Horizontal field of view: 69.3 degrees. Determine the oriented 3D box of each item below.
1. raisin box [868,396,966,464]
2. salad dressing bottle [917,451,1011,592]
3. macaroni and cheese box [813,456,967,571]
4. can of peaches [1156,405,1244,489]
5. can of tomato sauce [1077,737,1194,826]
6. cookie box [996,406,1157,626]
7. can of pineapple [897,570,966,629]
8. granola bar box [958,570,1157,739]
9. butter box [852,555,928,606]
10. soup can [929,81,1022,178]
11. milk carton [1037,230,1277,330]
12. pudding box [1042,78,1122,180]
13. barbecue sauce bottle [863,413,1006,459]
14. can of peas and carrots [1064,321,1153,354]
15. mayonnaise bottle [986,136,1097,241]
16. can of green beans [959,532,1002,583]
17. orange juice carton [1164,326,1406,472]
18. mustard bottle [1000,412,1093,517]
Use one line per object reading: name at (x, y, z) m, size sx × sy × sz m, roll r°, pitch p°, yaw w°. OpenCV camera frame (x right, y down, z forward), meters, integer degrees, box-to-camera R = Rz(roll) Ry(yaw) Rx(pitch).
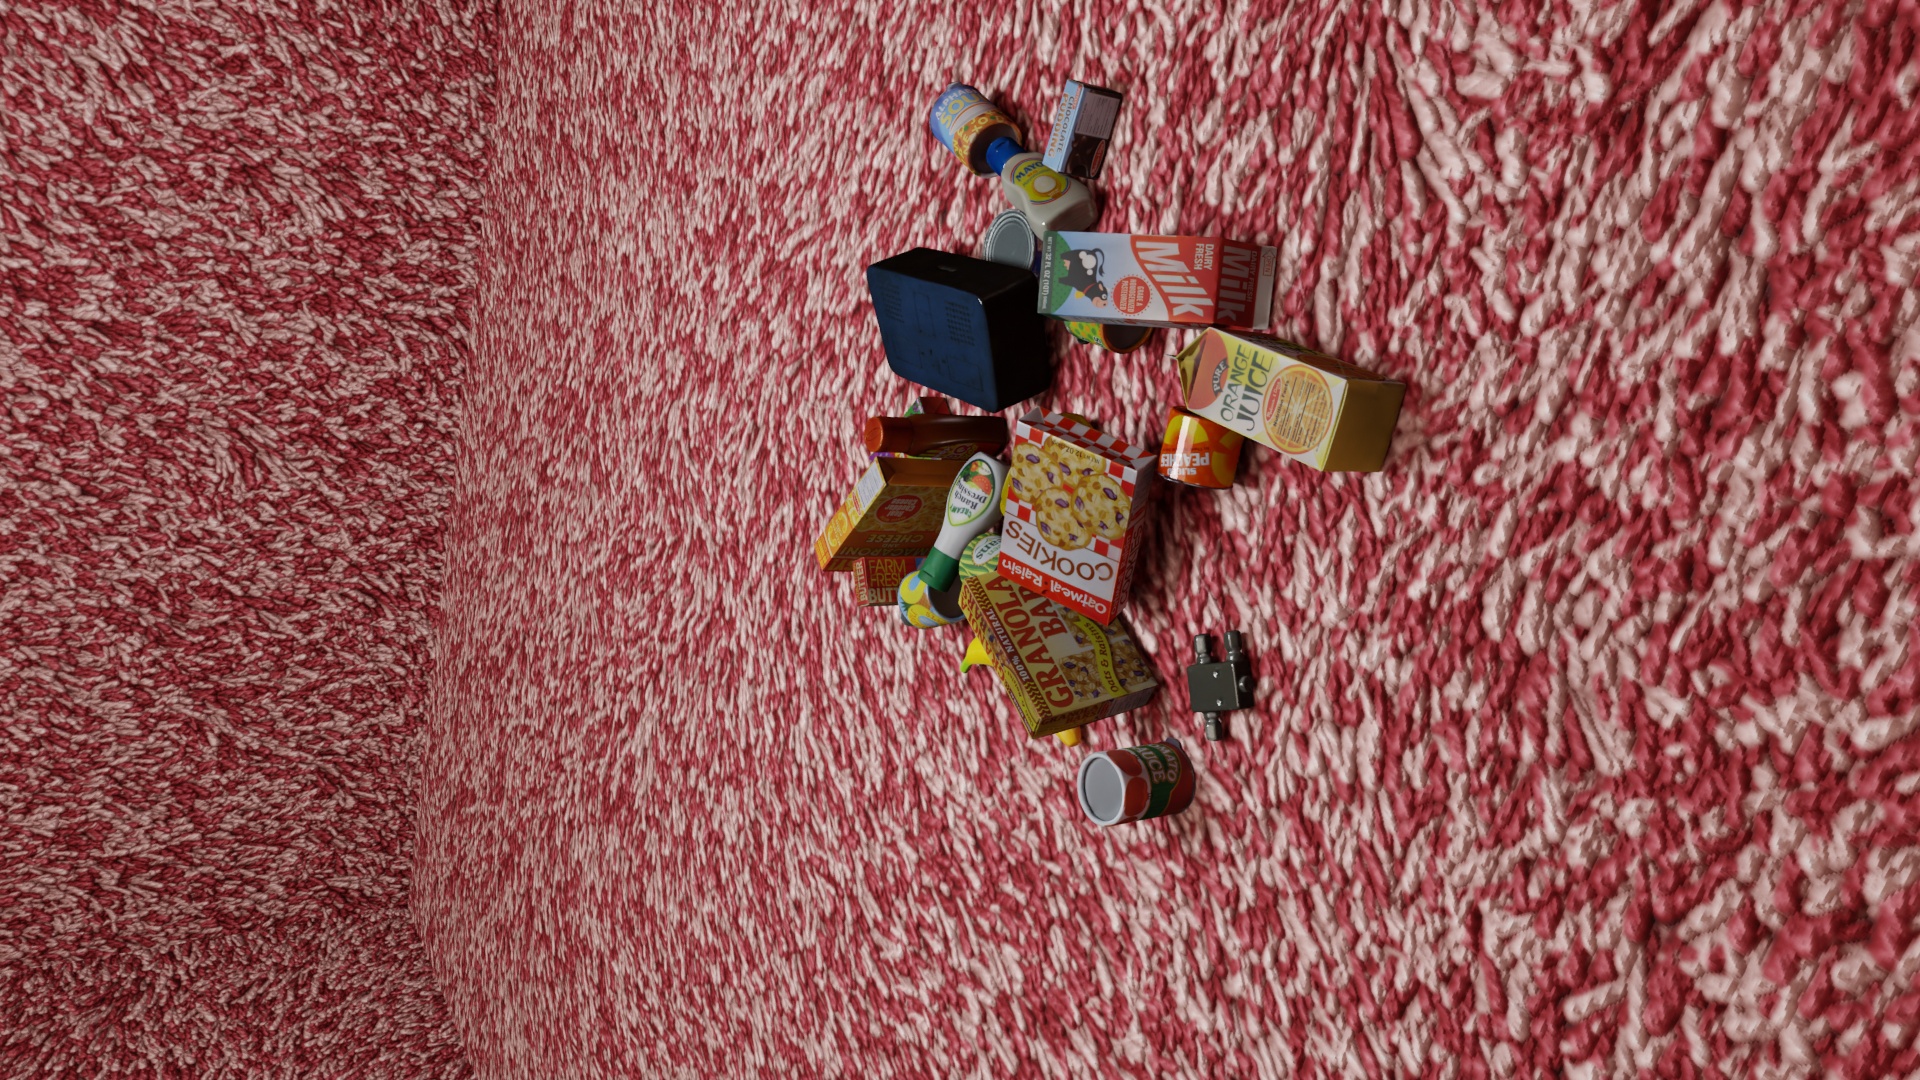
raisin box at (-0.049, -0.092, 1.556) m, size 0.122 × 0.040 × 0.086 m, roll -46°, pitch 56°, yaw 43°
salad dressing bottle at (0.005, -0.018, 1.439) m, size 0.064 × 0.044 × 0.147 m, roll 32°, pitch 98°, yaw 34°
macaroni and cheese box at (-0.069, -0.026, 1.513) m, size 0.165 × 0.124 × 0.040 m, roll -50°, pitch 50°, yaw 43°
can of peaches at (0.203, -0.079, 1.176) m, size 0.071 × 0.071 × 0.058 m, roll 29°, pitch 113°, yaw 50°
can of tomato sauce at (0.156, 0.215, 1.237) m, size 0.071 × 0.083 × 0.071 m, roll 3°, pitch 94°, yaw 54°
cookie box at (0.100, -0.020, 1.246) m, size 0.123 × 0.040 × 0.166 m, roll 25°, pitch 128°, yaw 25°
can of pineapple at (-0.026, 0.062, 1.502) m, size 0.057 × 0.071 × 0.071 m, roll -18°, pitch 77°, yaw 53°
granola bar box at (0.088, 0.095, 1.292) m, size 0.166 × 0.124 × 0.038 m, roll 61°, pitch 152°, yaw 34°
butter box at (-0.067, 0.045, 1.530) m, size 0.024 × 0.104 × 0.053 m, roll -19°, pitch 75°, yaw 53°
soup can at (0.015, -0.424, 1.432) m, size 0.084 × 0.071 × 0.071 m, roll 53°, pitch 131°, yaw 39°
milk carton at (0.168, -0.219, 1.176) m, size 0.190 × 0.073 × 0.072 m, roll 7°, pitch 95°, yaw 16°
pudding box at (0.115, -0.387, 1.311) m, size 0.030 × 0.050 × 0.083 m, roll 43°, pitch 125°, yaw 47°
barbecue sauce bottle at (-0.028, -0.108, 1.431) m, size 0.064 × 0.149 × 0.044 m, roll -27°, pitch 69°, yaw 51°
can of peas and carrots at (0.136, -0.207, 1.270) m, size 0.059 × 0.071 × 0.070 m, roll 33°, pitch 117°, yaw 49°
mayonnaise bottle at (0.073, -0.348, 1.362) m, size 0.148 × 0.065 × 0.041 m, roll 55°, pitch 176°, yaw 40°
can of green beans at (0.040, 0.031, 1.410) m, size 0.058 × 0.071 × 0.071 m, roll 32°, pitch 116°, yaw 50°
orange juice carton at (0.250, -0.120, 1.108) m, size 0.193 × 0.072 × 0.072 m, roll 34°, pitch 118°, yaw 49°
mustard bottle at (0.075, -0.059, 1.364) m, size 0.049 × 0.065 × 0.159 m, roll 62°, pitch 140°, yaw 26°
